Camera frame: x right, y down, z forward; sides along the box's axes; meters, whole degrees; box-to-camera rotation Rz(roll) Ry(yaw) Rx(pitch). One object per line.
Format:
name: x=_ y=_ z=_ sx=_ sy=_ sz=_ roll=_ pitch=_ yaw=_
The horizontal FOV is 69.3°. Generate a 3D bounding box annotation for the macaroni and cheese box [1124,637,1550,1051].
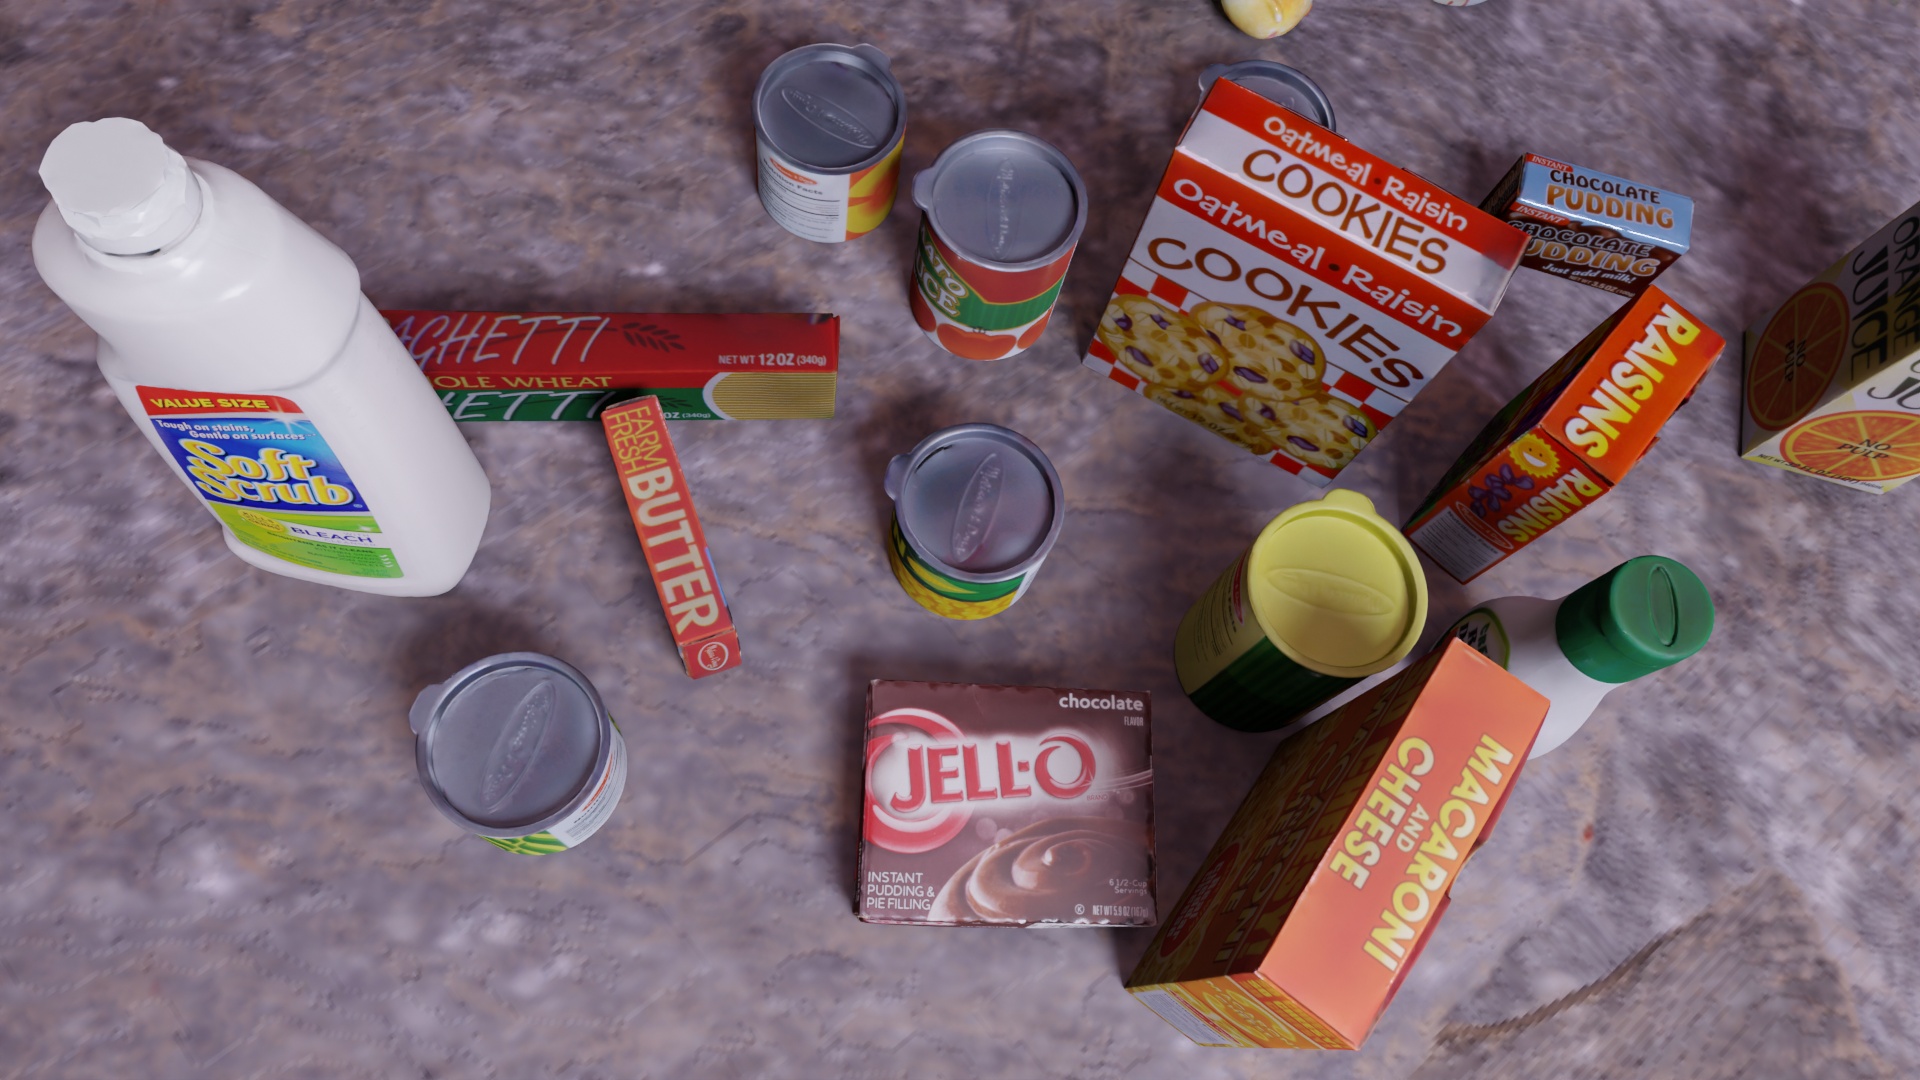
macaroni and cheese box: x=0.122 y=0.111 z=0.477 sx=0.040 sy=0.166 sz=0.124 roll=36 pitch=71 yaw=6

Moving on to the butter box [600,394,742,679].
butter box: x=-0.114 y=-0.001 z=0.549 sx=0.024 sy=0.053 sz=0.103 roll=-18 pitch=74 yaw=-12

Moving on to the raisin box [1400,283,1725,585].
raisin box: x=0.242 y=-0.039 z=0.568 sx=0.040 sy=0.123 sz=0.086 roll=42 pitch=71 yaw=8

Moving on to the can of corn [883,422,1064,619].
can of corn: x=0.002 y=-0.007 z=0.562 sx=0.071 sy=0.058 sz=0.071 roll=2 pitch=70 yaw=-6

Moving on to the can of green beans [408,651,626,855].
can of green beans: x=-0.159 y=0.080 z=0.512 sx=0.071 sy=0.057 sz=0.071 roll=2 pitch=70 yaw=-6

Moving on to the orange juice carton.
orange juice carton: x=0.414 y=-0.092 z=0.570 sx=0.072 sy=0.192 sz=0.073 roll=15 pitch=70 yaw=-1

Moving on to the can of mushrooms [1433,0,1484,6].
can of mushrooms: x=0.256 y=-0.313 z=0.715 sx=0.071 sy=0.033 sz=0.071 roll=2 pitch=70 yaw=-6

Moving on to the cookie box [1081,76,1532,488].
cookie box: x=0.125 y=-0.093 z=0.550 sx=0.123 sy=0.167 sz=0.040 roll=28 pitch=70 yaw=4

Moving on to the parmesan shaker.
parmesan shaker: x=0.129 y=0.030 z=0.540 sx=0.071 sy=0.102 sz=0.071 roll=2 pitch=71 yaw=-6

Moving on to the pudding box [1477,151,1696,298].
pudding box: x=0.291 y=-0.148 z=0.652 sx=0.084 sy=0.049 sz=0.030 roll=16 pitch=70 yaw=-1

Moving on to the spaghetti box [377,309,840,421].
spaghetti box: x=-0.175 y=-0.071 z=0.568 sx=0.250 sy=0.050 sz=0.029 roll=-1 pitch=71 yaw=-7

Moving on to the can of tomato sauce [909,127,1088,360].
can of tomato sauce: x=0.012 y=-0.123 z=0.592 sx=0.071 sy=0.082 sz=0.071 roll=2 pitch=71 yaw=-6

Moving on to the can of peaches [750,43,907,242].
can of peaches: x=-0.057 y=-0.176 z=0.616 sx=0.071 sy=0.058 sz=0.071 roll=2 pitch=70 yaw=-6

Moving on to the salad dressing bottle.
salad dressing bottle: x=0.222 y=0.044 z=0.523 sx=0.044 sy=0.147 sz=0.064 roll=6 pitch=70 yaw=-5

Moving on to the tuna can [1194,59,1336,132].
tuna can: x=0.139 y=-0.192 z=0.658 sx=0.071 sy=0.032 sz=0.071 roll=2 pitch=70 yaw=-6
